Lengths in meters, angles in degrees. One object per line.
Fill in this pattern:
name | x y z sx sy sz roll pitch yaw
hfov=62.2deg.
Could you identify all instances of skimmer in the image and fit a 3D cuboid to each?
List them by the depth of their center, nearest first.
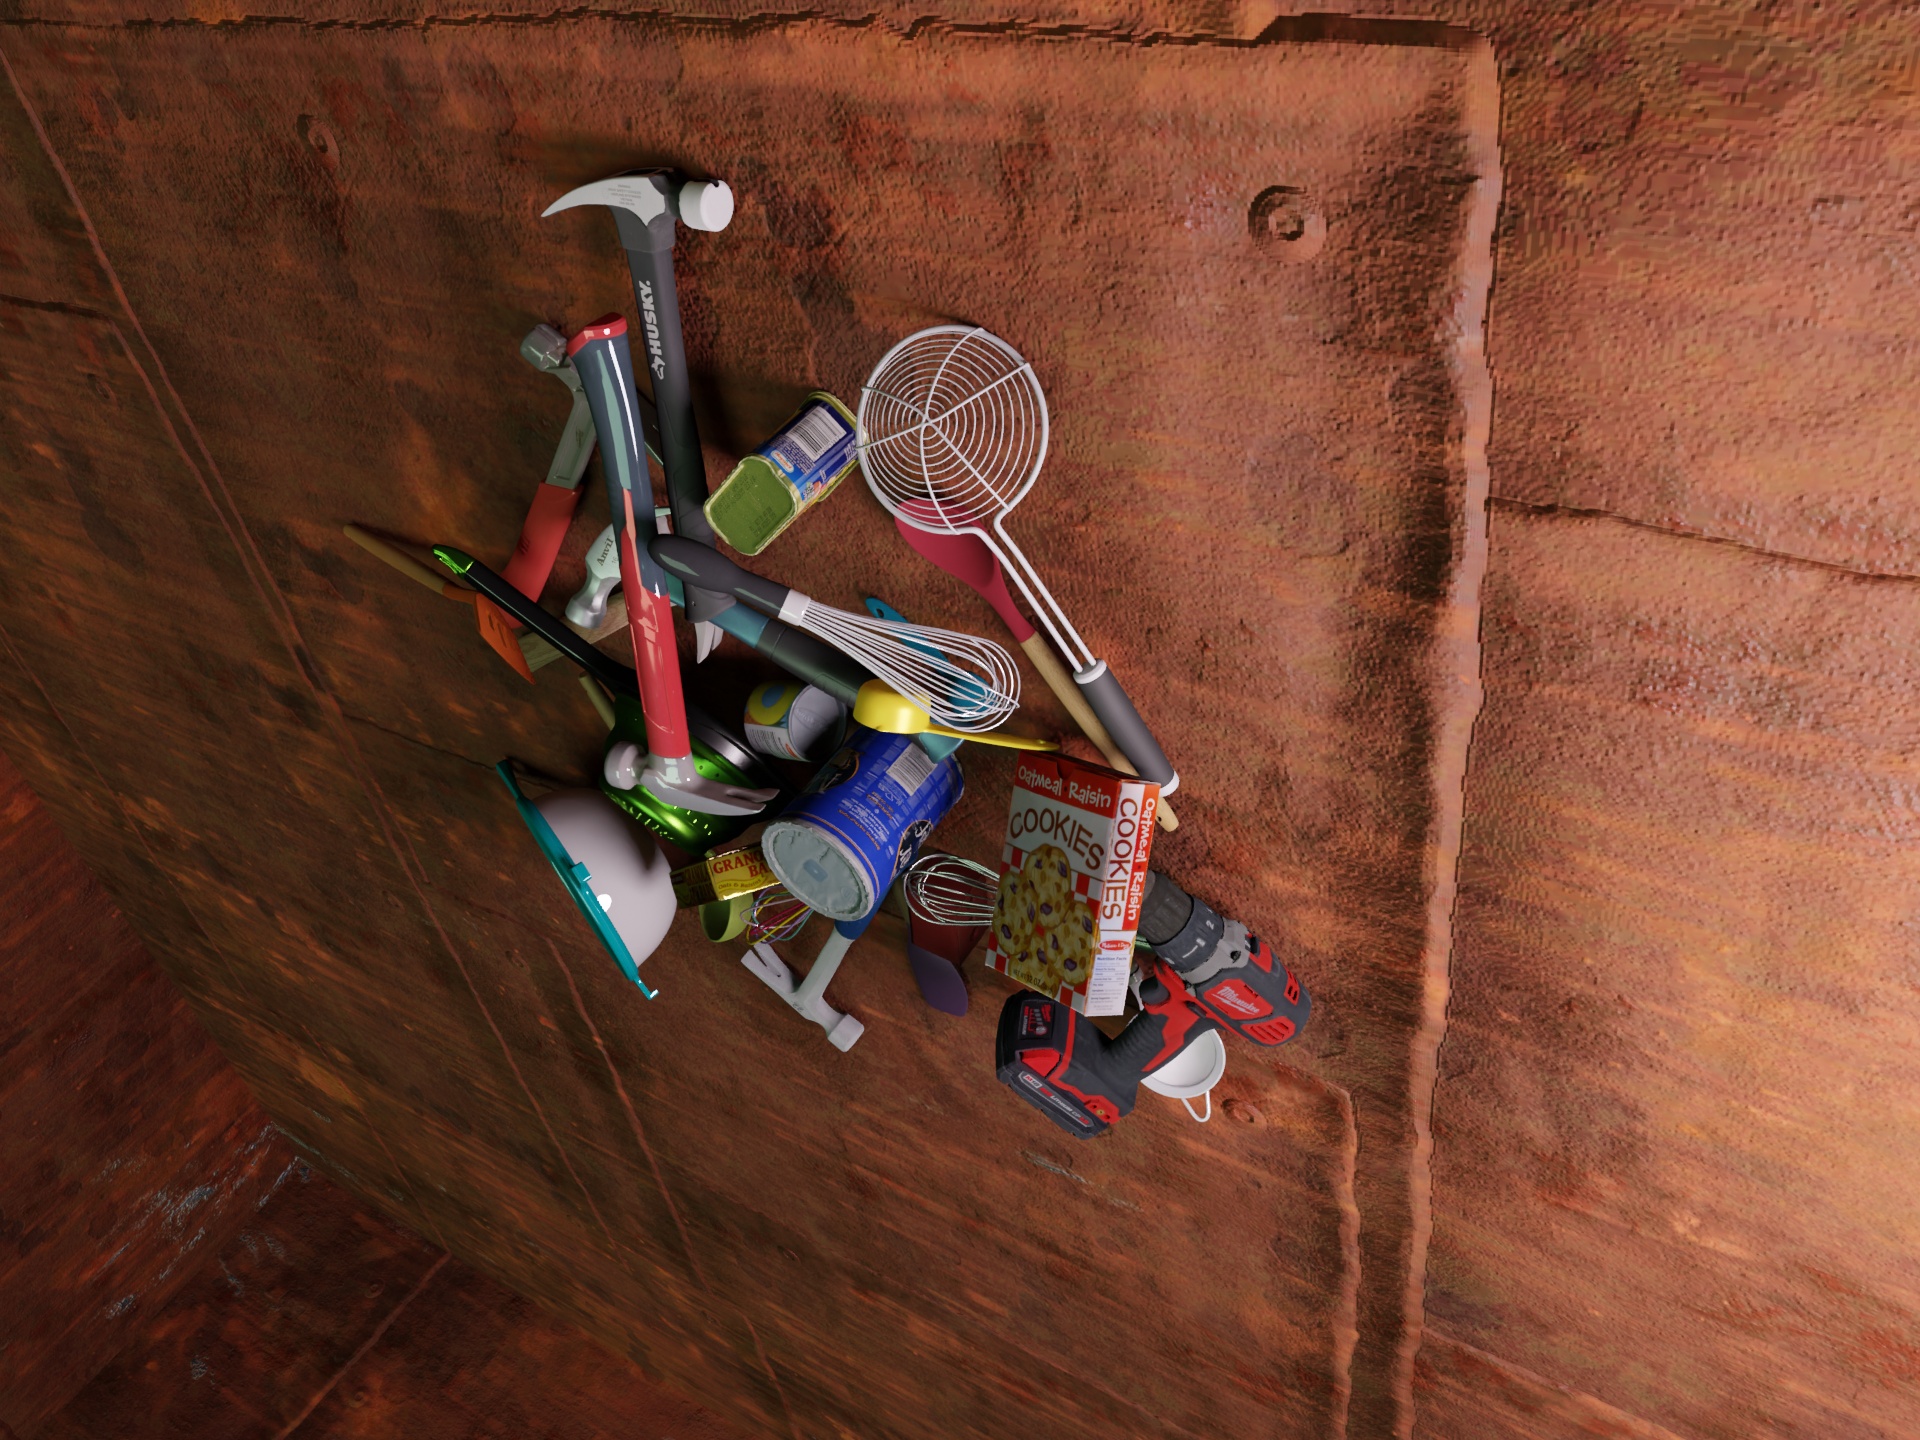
skimmer | 0.058 -0.093 1.059 0.127 0.090 0.362 -23 126 20

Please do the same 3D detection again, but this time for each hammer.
hammer | -0.206 -0.219 1.125 0.146 0.035 0.334 17 128 29
hammer | -0.218 -0.102 1.159 0.143 0.038 0.386 11 124 21
hammer | -0.142 -0.059 1.238 0.331 0.033 0.128 29 106 4
hammer | -0.334 -0.170 1.329 0.149 0.037 0.359 42 143 -1
hammer | -0.314 -0.088 1.400 0.331 0.031 0.130 -16 116 49
hammer | -0.114 0.197 1.490 0.144 0.035 0.405 38 147 6

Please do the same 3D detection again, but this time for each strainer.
strainer | 0.144 0.212 1.297 0.087 0.050 0.258 -23 106 27
strainer | -0.374 0.113 1.602 0.341 0.095 0.210 42 158 45

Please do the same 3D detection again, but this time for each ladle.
ladle | 0.063 -0.039 1.121 0.315 0.031 0.069 51 146 -17
ladle | -0.286 0.086 1.513 0.078 0.062 0.319 28 151 53

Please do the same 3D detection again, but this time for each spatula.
spatula | -0.048 0.161 1.430 0.060 0.018 0.315 11 135 33
spatula | -0.491 -0.123 1.469 0.323 0.041 0.080 27 162 36

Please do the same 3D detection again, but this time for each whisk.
whisk | -0.088 -0.067 1.122 0.284 0.070 0.070 24 144 -7
whisk | 0.072 0.151 1.249 0.246 0.058 0.059 12 156 6
whisk | -0.132 0.161 1.399 0.051 0.047 0.245 58 144 -3

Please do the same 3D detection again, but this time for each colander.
colander | -0.304 0.001 1.351 0.397 0.094 0.204 37 167 -7

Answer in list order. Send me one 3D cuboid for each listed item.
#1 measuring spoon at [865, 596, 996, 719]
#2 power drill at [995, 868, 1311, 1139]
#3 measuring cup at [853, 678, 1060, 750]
measuring spoon | -0.027 -0.044 1.197 0.128 0.021 0.042 42 143 -5
power drill | 0.127 0.212 1.214 0.187 0.080 0.226 41 123 -21
measuring cup | -0.002 -0.004 1.172 0.156 0.062 0.029 10 106 9
